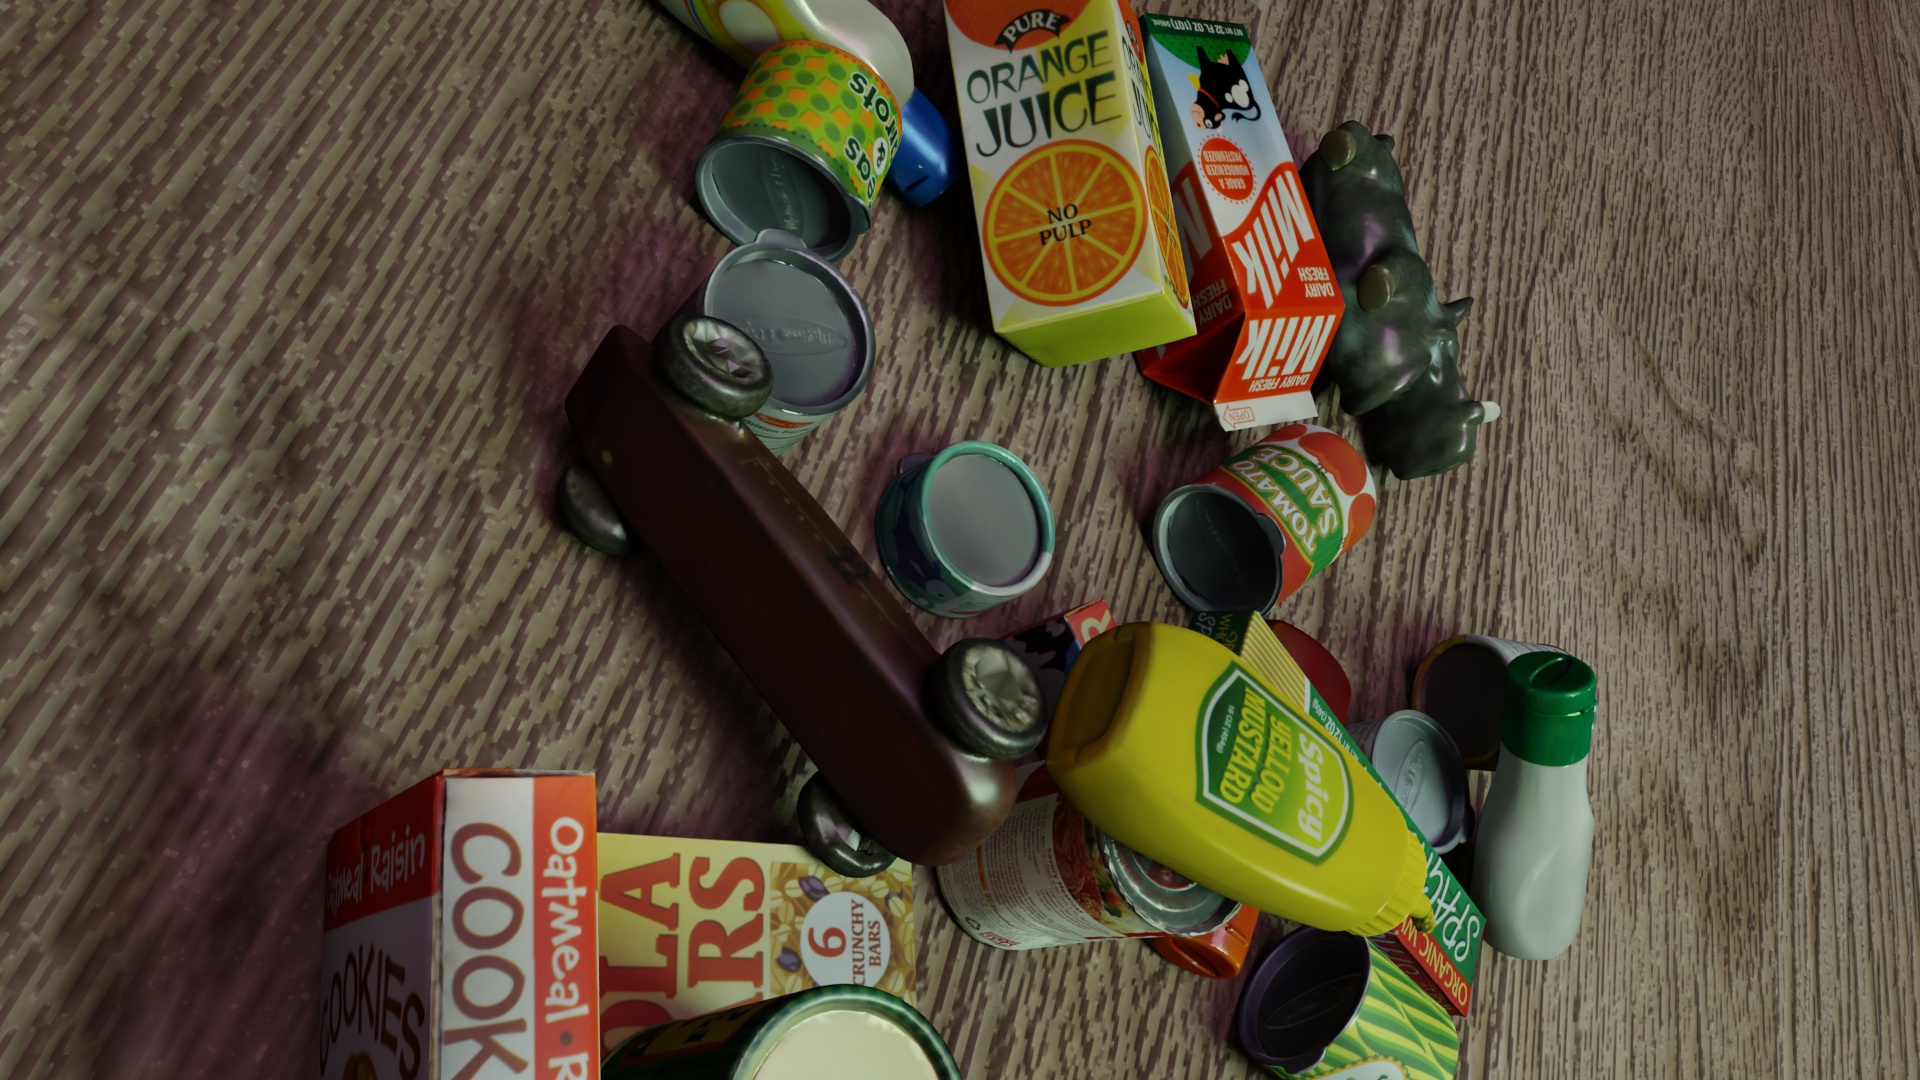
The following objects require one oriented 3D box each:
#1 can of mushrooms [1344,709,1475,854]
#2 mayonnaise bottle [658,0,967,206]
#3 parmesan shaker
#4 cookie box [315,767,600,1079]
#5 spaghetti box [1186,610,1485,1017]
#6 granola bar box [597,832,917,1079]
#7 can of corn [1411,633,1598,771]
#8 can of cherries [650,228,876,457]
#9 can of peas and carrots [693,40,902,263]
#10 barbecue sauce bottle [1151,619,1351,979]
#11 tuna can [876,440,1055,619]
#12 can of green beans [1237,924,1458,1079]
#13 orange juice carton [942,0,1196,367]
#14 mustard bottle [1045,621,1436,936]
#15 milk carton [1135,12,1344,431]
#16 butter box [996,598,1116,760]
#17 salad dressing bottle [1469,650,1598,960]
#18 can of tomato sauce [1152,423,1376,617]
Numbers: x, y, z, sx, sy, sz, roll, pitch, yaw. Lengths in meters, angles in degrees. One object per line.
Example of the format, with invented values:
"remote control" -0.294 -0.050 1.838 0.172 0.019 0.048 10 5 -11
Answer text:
"can of mushrooms" 0.203 0.116 0.644 0.071 0.033 0.071 14 65 -31
"mayonnaise bottle" -0.057 -0.198 0.564 0.148 0.064 0.041 40 50 -28
"parmesan shaker" -0.048 0.151 0.351 0.071 0.102 0.071 15 61 -28
"cookie box" -0.128 0.148 0.341 0.040 0.122 0.168 7 69 -34
"spaghetti box" 0.155 0.119 0.563 0.249 0.028 0.050 48 53 -34
"granola bar box" -0.073 0.176 0.416 0.124 0.039 0.166 11 62 -30
"can of corn" 0.264 0.083 0.681 0.058 0.071 0.071 10 67 -31
"can of cherries" -0.073 -0.068 0.505 0.071 0.058 0.072 13 66 -30
"can of peas and carrots" -0.059 -0.149 0.538 0.071 0.070 0.059 32 57 -21
"barbecue sauce bottle" 0.121 0.108 0.583 0.065 0.043 0.149 43 54 -22
"tuna can" 0.002 -0.007 0.550 0.071 0.032 0.071 13 66 -31
"can of green beans" 0.156 0.197 0.559 0.058 0.071 0.071 43 54 -15
"orange juice carton" 0.044 -0.179 0.594 0.072 0.073 0.193 17 63 -69
"mustard bottle" 0.101 0.086 0.442 0.160 0.048 0.065 33 58 -21
"milk carton" 0.117 -0.144 0.657 0.072 0.073 0.190 -11 79 -37
"butter box" 0.054 0.078 0.542 0.024 0.053 0.103 -23 86 -37
"salad dressing bottle" 0.261 0.121 0.630 0.064 0.044 0.147 -24 122 -32
"can of tomato sauce" 0.138 -0.010 0.623 0.083 0.071 0.071 -29 91 -39
